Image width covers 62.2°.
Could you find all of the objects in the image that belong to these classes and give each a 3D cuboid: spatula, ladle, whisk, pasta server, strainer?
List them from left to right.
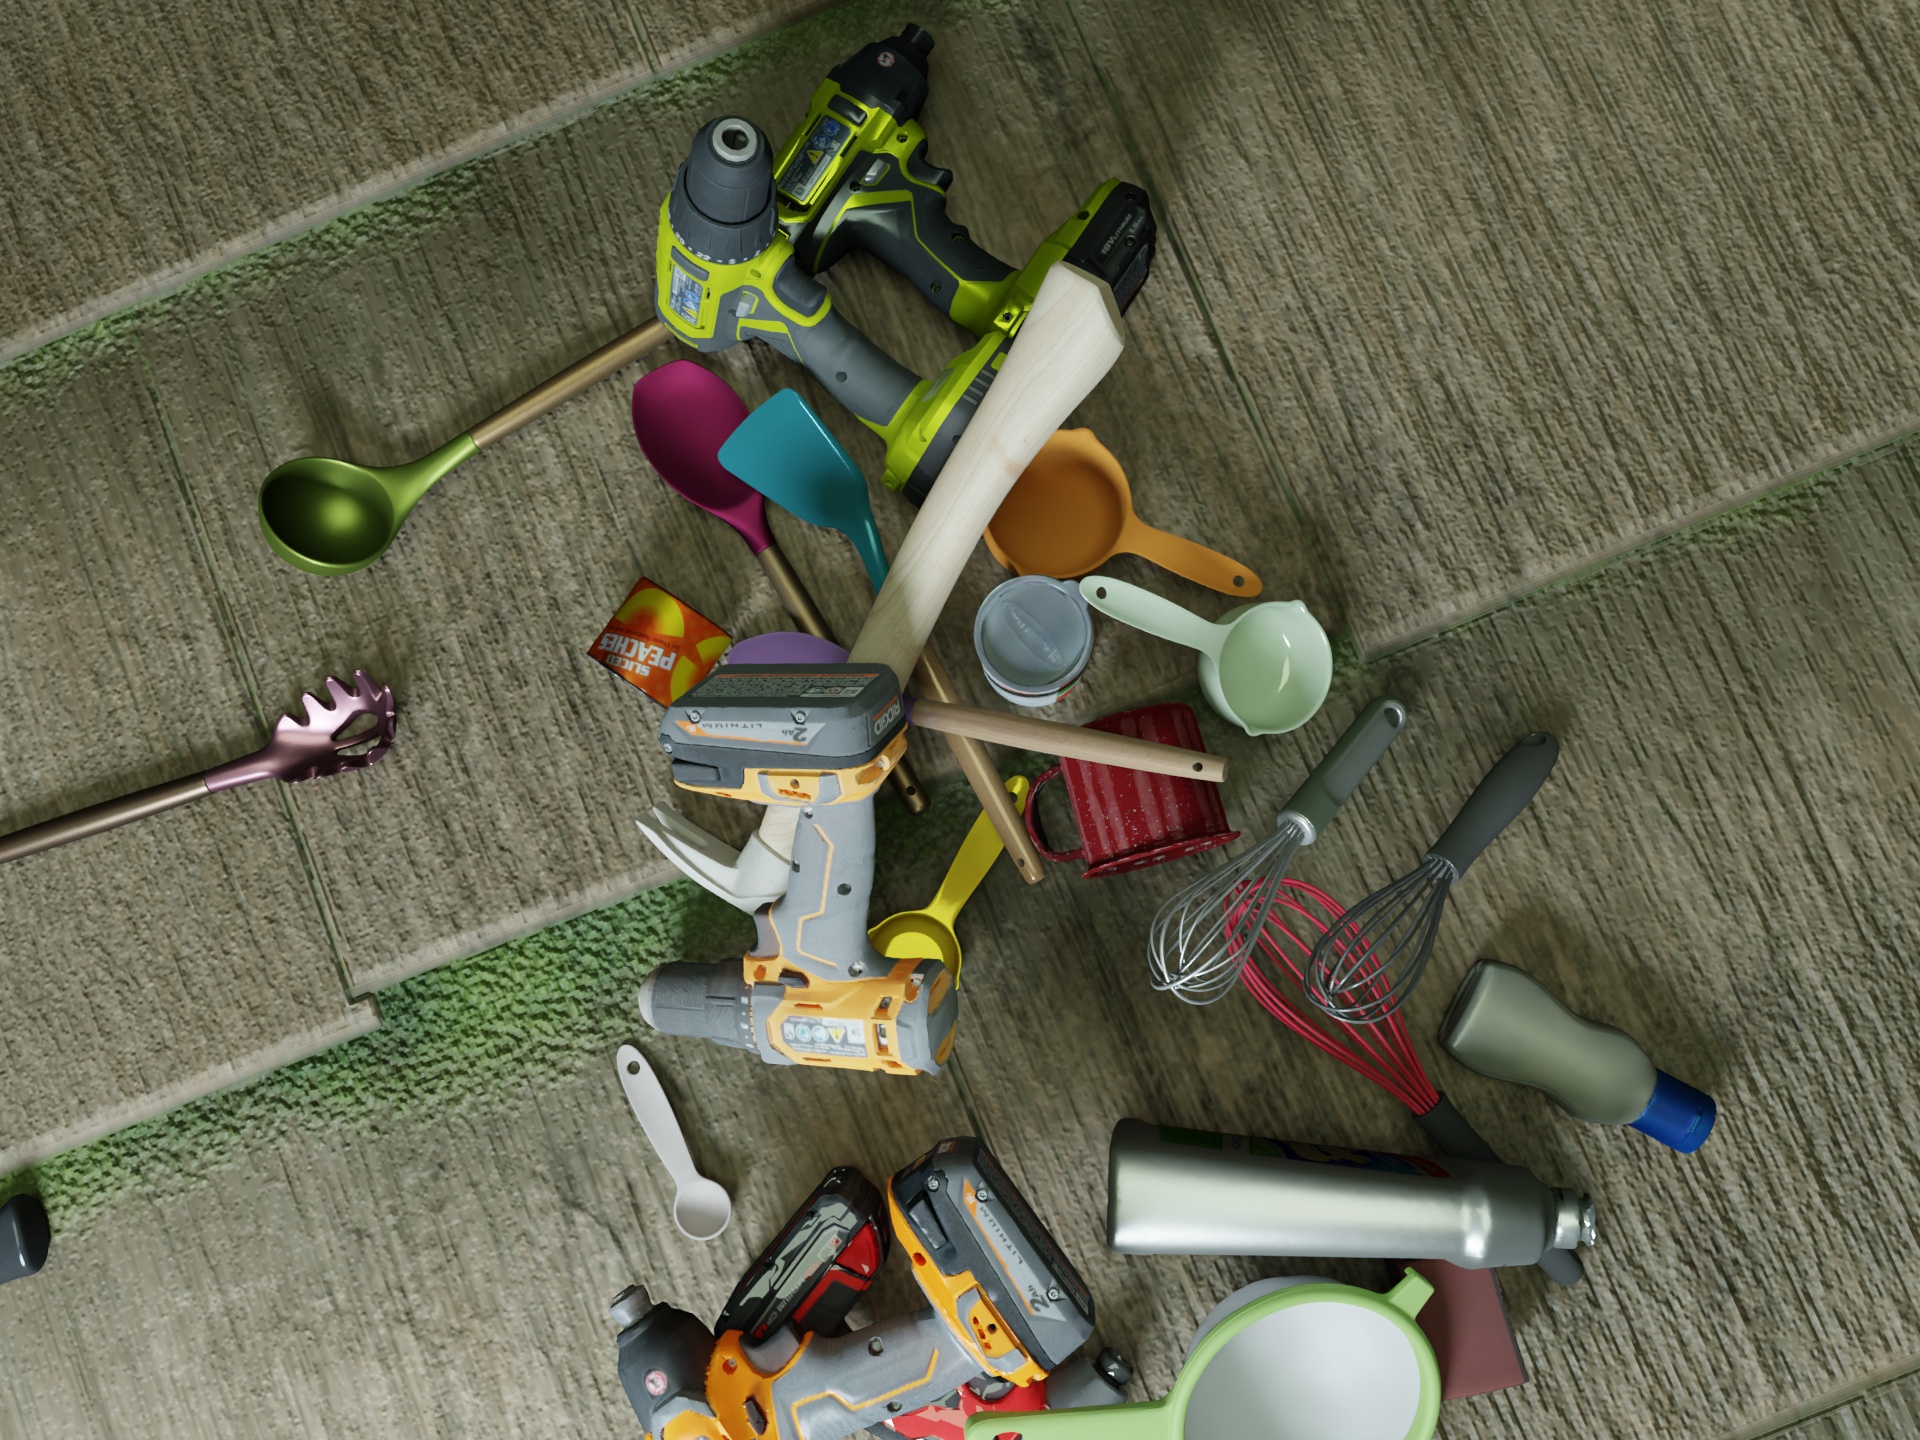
[{"bbox_3d":[-0.484,0.043,0.962,0.316,0.040,0.060,-18,72,2],"label":"pasta server"},{"bbox_3d":[-0.276,-0.188,0.966,0.320,0.062,0.078,-32,82,-3],"label":"ladle"},{"bbox_3d":[-0.036,-0.043,0.931,0.082,0.044,0.317,-32,85,42],"label":"spatula"},{"bbox_3d":[-0.001,-0.003,0.899,0.316,0.018,0.060,12,96,25],"label":"spatula"},{"bbox_3d":[0.127,0.361,0.863,0.256,0.069,0.151,-2,105,-6],"label":"strainer"},{"bbox_3d":[0.181,0.064,0.878,0.058,0.059,0.246,50,60,-7],"label":"whisk"},{"bbox_3d":[0.252,0.202,0.899,0.073,0.073,0.296,-40,89,-1],"label":"whisk"},{"bbox_3d":[0.268,0.081,0.878,0.055,0.055,0.239,45,63,6],"label":"whisk"}]

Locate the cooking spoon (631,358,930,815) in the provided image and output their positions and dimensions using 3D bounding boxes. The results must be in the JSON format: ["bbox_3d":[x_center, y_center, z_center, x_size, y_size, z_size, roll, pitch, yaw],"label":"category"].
[{"bbox_3d":[-0.105,-0.081,0.963,0.069,0.017,0.319,-30,83,-10],"label":"cooking spoon"}]

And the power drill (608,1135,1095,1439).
[{"bbox_3d":[-0.063,0.313,0.815,0.226,0.084,0.164,-37,84,1],"label":"power drill"}]

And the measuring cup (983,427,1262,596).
[{"bbox_3d":[0.093,-0.108,0.942,0.173,0.052,0.095,22,86,-2],"label":"measuring cup"}]

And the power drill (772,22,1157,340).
[{"bbox_3d":[-0.001,-0.305,0.953,0.223,0.080,0.171,33,87,9],"label":"power drill"}]

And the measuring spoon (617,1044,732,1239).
[{"bbox_3d":[-0.171,0.247,0.940,0.034,0.018,0.124,-30,77,0],"label":"measuring spoon"}]

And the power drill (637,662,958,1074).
[{"bbox_3d":[-0.104,0.086,0.868,0.185,0.084,0.226,0,111,19],"label":"power drill"}]

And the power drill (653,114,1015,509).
[{"bbox_3d":[-0.069,-0.223,0.885,0.228,0.190,0.080,36,73,-4],"label":"power drill"}]

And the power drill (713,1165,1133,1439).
[{"bbox_3d":[-0.016,0.359,0.890,0.219,0.078,0.143,40,88,3],"label":"power drill"}]

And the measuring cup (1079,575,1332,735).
[{"bbox_3d":[0.134,-0.047,0.910,0.167,0.038,0.083,22,87,-19],"label":"measuring cup"}]

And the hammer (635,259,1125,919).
[{"bbox_3d":[-0.039,-0.060,0.862,0.146,0.038,0.410,31,113,5],"label":"hammer"}]

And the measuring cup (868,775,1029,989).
[{"bbox_3d":[-0.003,0.101,0.942,0.062,0.029,0.156,31,75,4],"label":"measuring cup"}]

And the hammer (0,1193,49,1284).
[{"bbox_3d":[-0.713,0.416,0.940,0.409,0.036,0.149,-37,83,-1],"label":"hammer"}]
